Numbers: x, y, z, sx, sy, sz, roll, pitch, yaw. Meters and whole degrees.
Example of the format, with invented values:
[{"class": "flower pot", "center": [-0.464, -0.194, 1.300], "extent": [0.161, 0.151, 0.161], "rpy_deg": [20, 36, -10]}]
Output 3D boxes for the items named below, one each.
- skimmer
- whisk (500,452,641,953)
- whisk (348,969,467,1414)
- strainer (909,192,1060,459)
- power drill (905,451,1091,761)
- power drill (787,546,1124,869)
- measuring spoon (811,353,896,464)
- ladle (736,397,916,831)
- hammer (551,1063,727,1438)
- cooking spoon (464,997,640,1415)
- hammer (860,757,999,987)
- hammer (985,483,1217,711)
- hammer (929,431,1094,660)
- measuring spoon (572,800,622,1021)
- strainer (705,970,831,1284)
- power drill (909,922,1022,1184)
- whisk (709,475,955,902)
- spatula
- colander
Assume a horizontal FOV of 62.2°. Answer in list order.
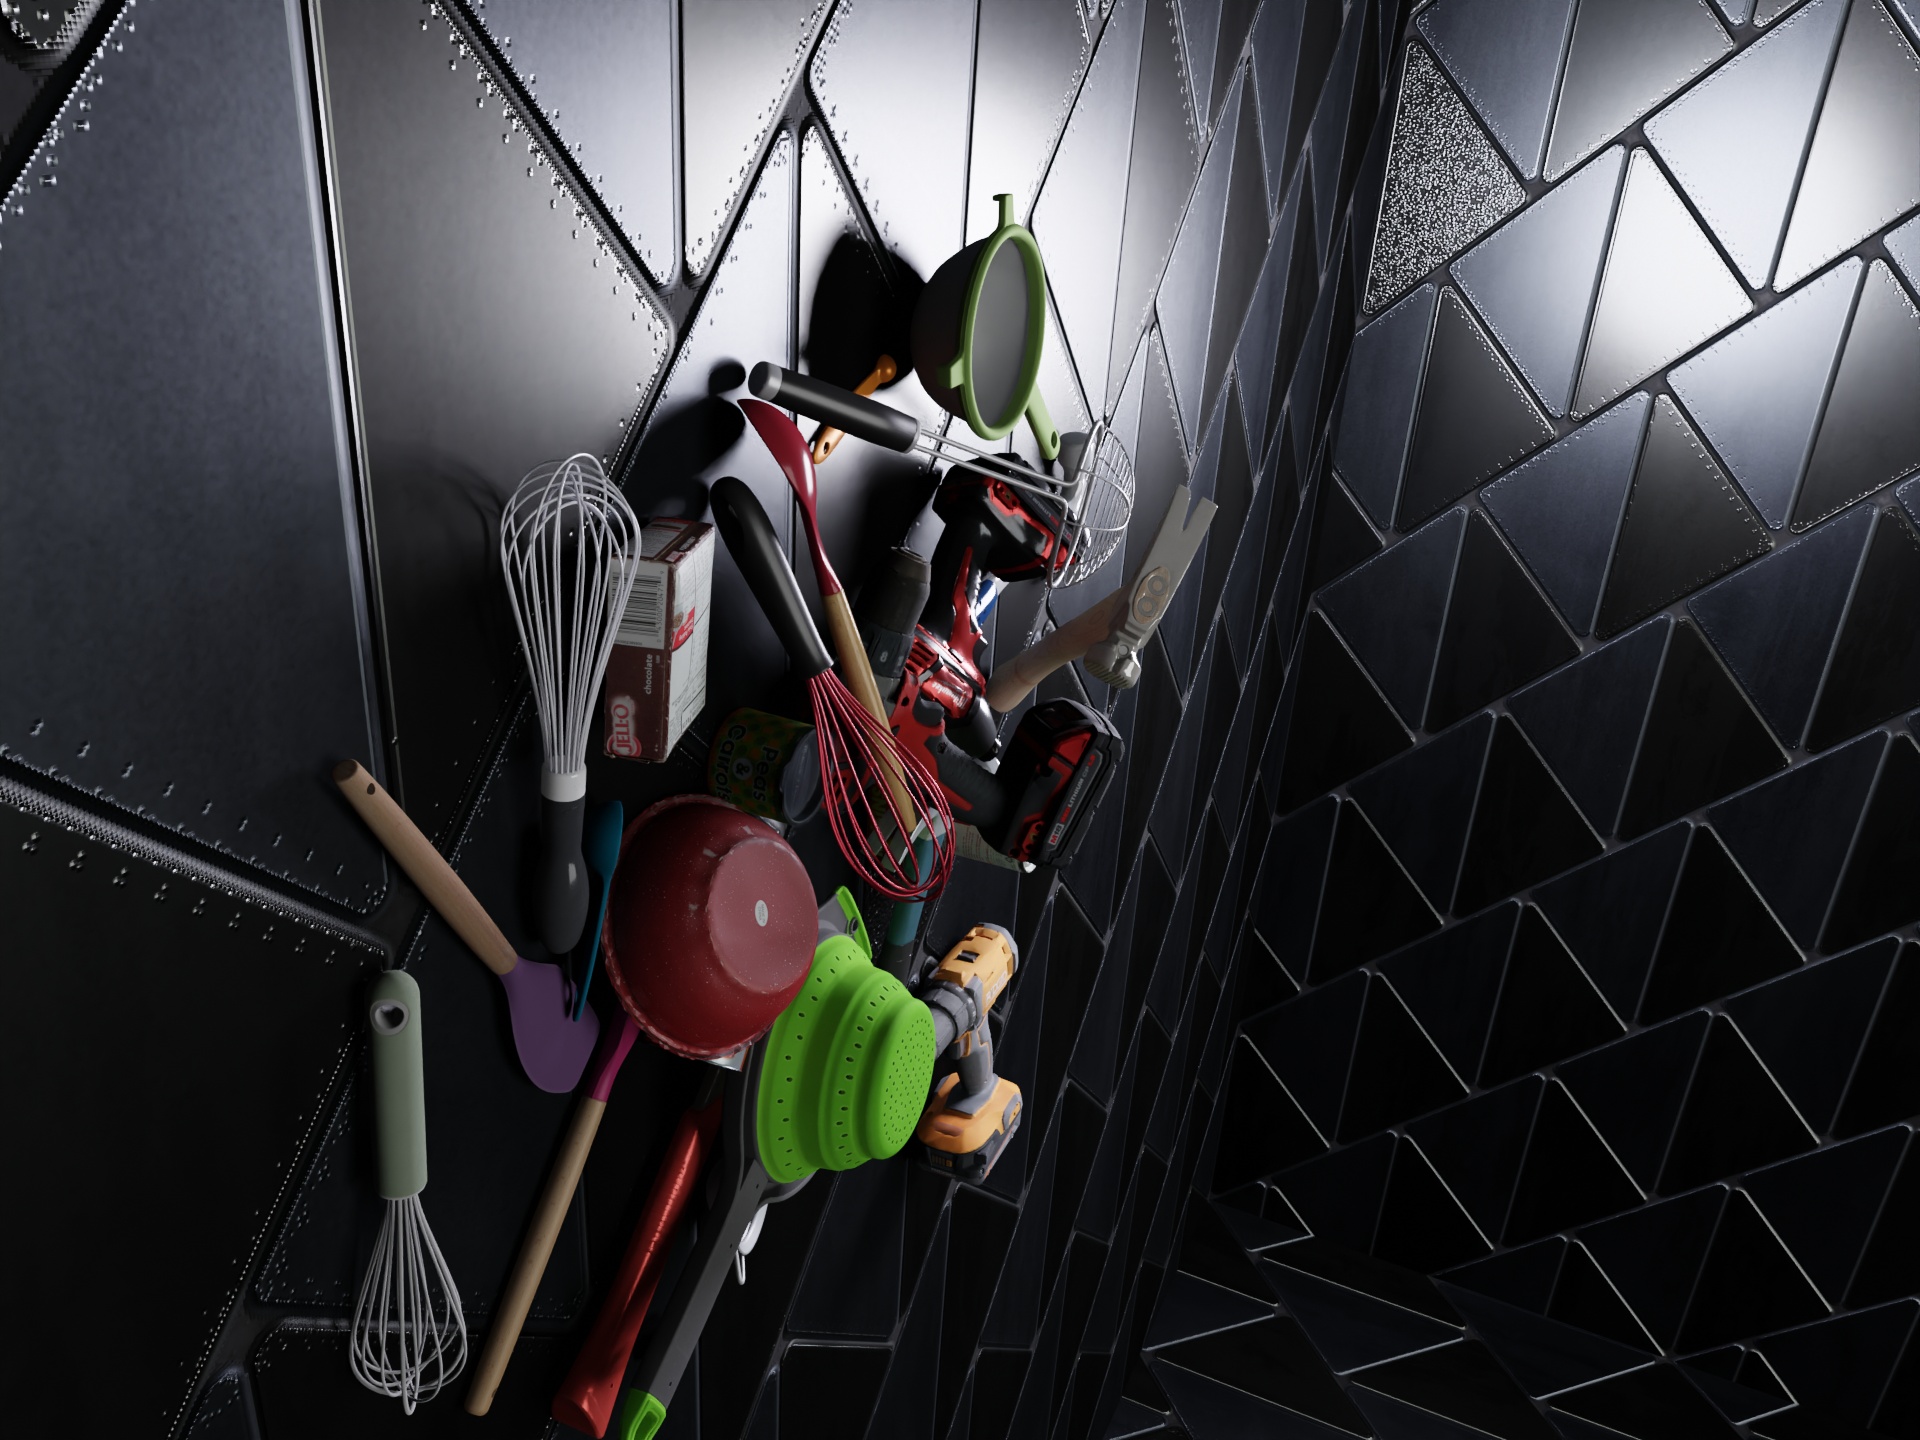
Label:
[{"class": "skimmer", "center": [-0.007, -0.178, 1.074], "extent": [0.363, 0.090, 0.127], "rpy_deg": [13, 96, -42]}, {"class": "whisk", "center": [-0.201, 0.002, 0.805], "extent": [0.070, 0.070, 0.284], "rpy_deg": [-42, 146, -57]}, {"class": "whisk", "center": [-0.275, 0.235, 0.783], "extent": [0.059, 0.057, 0.246], "rpy_deg": [-121, -147, -69]}, {"class": "strainer", "center": [0.019, -0.262, 1.181], "extent": [0.256, 0.069, 0.151], "rpy_deg": [50, 55, -67]}, {"class": "power drill", "center": [0.010, -0.081, 1.202], "extent": [0.143, 0.078, 0.220], "rpy_deg": [42, 59, -32]}, {"class": "power drill", "center": [-0.002, -0.004, 1.101], "extent": [0.188, 0.226, 0.080], "rpy_deg": [-66, -154, 11]}, {"class": "measuring spoon", "center": [-0.070, -0.208, 1.066], "extent": [0.021, 0.011, 0.117], "rpy_deg": [82, 30, -46]}, {"class": "ladle", "center": [-0.074, -0.058, 0.993], "extent": [0.069, 0.031, 0.315], "rpy_deg": [-121, -168, -60]}, {"class": "hammer", "center": [-0.181, 0.294, 1.074], "extent": [0.149, 0.037, 0.359], "rpy_deg": [60, 48, -62]}, {"class": "cooking spoon", "center": [-0.227, 0.249, 0.944], "extent": [0.068, 0.017, 0.319], "rpy_deg": [90, 19, -77]}, {"class": "hammer", "center": [-0.050, 0.184, 1.277], "extent": [0.128, 0.033, 0.330], "rpy_deg": [-21, 133, -51]}, {"class": "hammer", "center": [0.090, -0.070, 1.259], "extent": [0.146, 0.038, 0.410], "rpy_deg": [-63, -172, -12]}, {"class": "hammer", "center": [0.030, -0.108, 1.361], "extent": [0.406, 0.035, 0.144], "rpy_deg": [-50, 148, -50]}, {"class": "measuring spoon", "center": [-0.210, 0.106, 0.883], "extent": [0.042, 0.021, 0.128], "rpy_deg": [-150, -109, -68]}, {"class": "strainer", "center": [-0.138, 0.281, 1.174], "extent": [0.086, 0.050, 0.259], "rpy_deg": [79, 26, -57]}, {"class": "power drill", "center": [-0.004, 0.330, 1.510], "extent": [0.185, 0.084, 0.226], "rpy_deg": [-43, 138, -55]}, {"class": "whisk", "center": [-0.079, -0.014, 0.968], "extent": [0.073, 0.073, 0.295], "rpy_deg": [-49, 119, -51]}, {"class": "spatula", "center": [-0.244, 0.114, 0.811], "extent": [0.315, 0.018, 0.060], "rpy_deg": [77, 28, -53]}, {"class": "colander", "center": [-0.105, 0.303, 1.064], "extent": [0.204, 0.094, 0.397], "rpy_deg": [76, 31, -49]}]
